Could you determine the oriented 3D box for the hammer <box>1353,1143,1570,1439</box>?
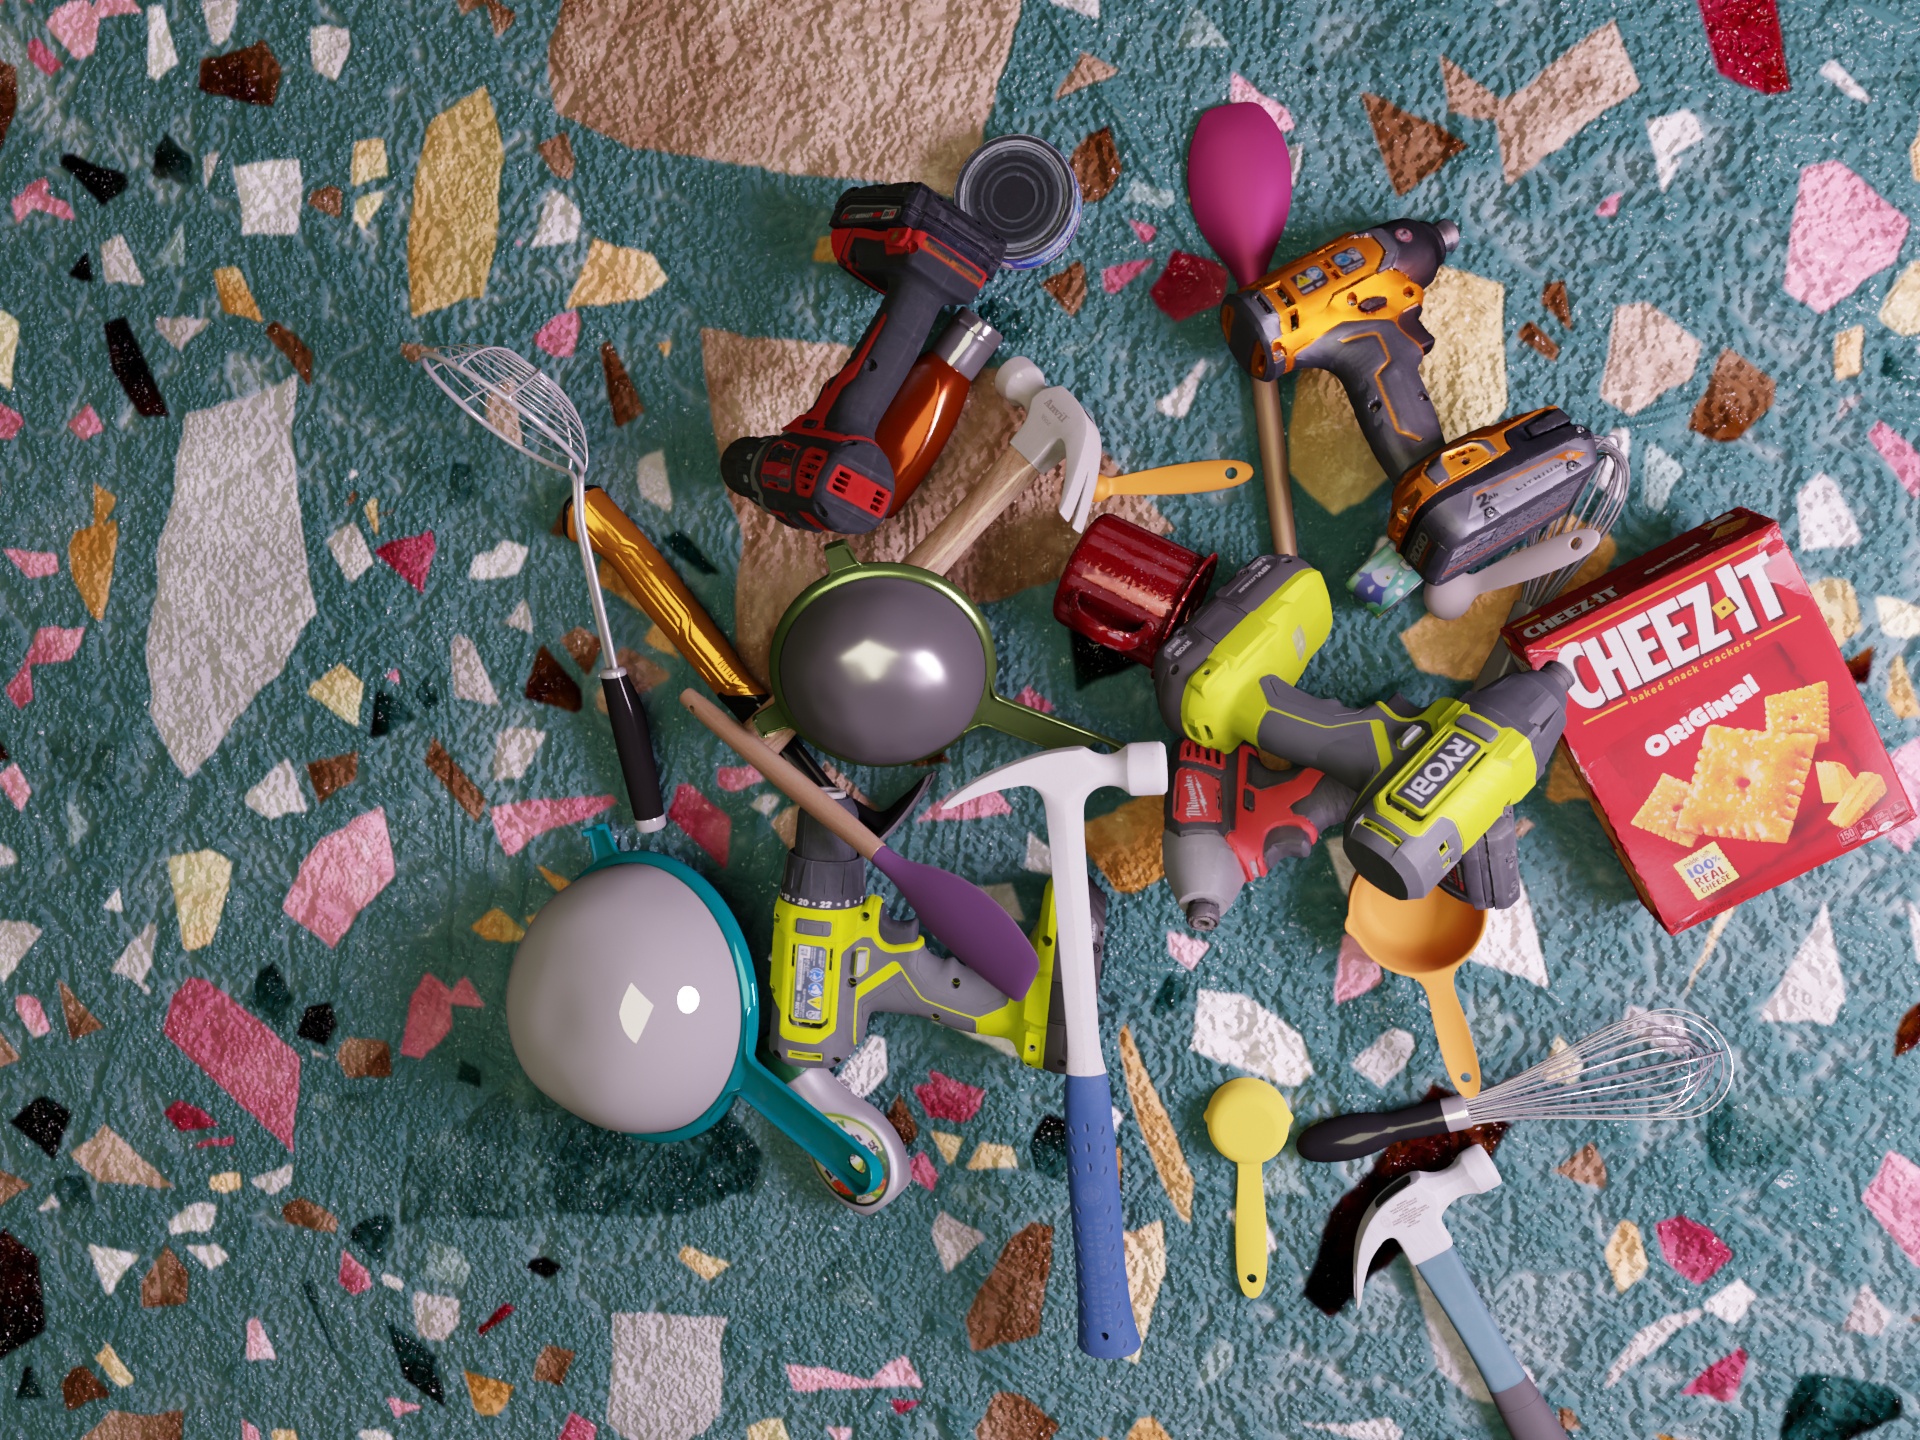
[{"bbox_3d":[0.378,0.459,1.076,0.128,0.033,0.331,-30,88,11],"label":"hammer"}]

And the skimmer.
[{"bbox_3d":[-0.284,-0.084,1.111,0.090,0.127,0.363,-19,107,-28],"label":"skimmer"}]

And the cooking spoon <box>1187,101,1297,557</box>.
[{"bbox_3d":[0.200,-0.253,1.064,0.069,0.017,0.319,-7,92,11],"label":"cooking spoon"}]

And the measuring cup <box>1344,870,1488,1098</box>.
[{"bbox_3d":[0.313,0.162,1.057,0.095,0.052,0.173,-16,93,12],"label":"measuring cup"}]

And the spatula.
[{"bbox_3d":[-0.072,0.070,1.040,0.316,0.018,0.059,37,129,21],"label":"spatula"}]

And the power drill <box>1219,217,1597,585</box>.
[{"bbox_3d":[0.290,-0.214,0.994,0.164,0.084,0.227,-29,70,-7],"label":"power drill"}]

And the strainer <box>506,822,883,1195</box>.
[{"bbox_3d":[-0.201,0.227,1.081,0.341,0.095,0.211,30,107,31],"label":"strainer"}]

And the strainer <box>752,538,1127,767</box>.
[{"bbox_3d":[-0.002,-0.003,1.035,0.256,0.069,0.151,21,116,-12],"label":"strainer"}]

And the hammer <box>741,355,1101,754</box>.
[{"bbox_3d":[-0.034,-0.092,1.076,0.331,0.031,0.130,-46,52,9],"label":"hammer"}]

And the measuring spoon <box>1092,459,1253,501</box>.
[{"bbox_3d":[0.141,-0.164,1.086,0.117,0.011,0.021,-5,93,11],"label":"measuring spoon"}]

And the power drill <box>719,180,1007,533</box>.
[{"bbox_3d":[-0.079,-0.236,1.065,0.080,0.188,0.227,24,90,-35],"label":"power drill"}]

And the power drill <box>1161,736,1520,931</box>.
[{"bbox_3d":[0.236,0.066,1.012,0.220,0.078,0.143,-5,48,20],"label":"power drill"}]

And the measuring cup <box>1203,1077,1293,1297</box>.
[{"bbox_3d":[0.200,0.328,1.102,0.062,0.029,0.156,-1,92,11],"label":"measuring cup"}]

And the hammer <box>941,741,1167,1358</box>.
[{"bbox_3d":[0.075,0.218,1.033,0.144,0.035,0.405,-4,98,9],"label":"hammer"}]

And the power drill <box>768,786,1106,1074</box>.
[{"bbox_3d":[-0.017,0.149,1.092,0.228,0.080,0.190,6,99,5],"label":"power drill"}]

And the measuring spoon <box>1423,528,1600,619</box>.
[{"bbox_3d":[0.347,-0.097,1.014,0.124,0.018,0.034,-24,69,45],"label":"measuring spoon"}]

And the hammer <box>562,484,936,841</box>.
[{"bbox_3d":[-0.165,-0.040,1.144,0.127,0.034,0.337,-41,86,12],"label":"hammer"}]

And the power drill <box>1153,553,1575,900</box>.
[{"bbox_3d":[0.244,-0.009,0.974,0.171,0.080,0.223,-43,49,-13],"label":"power drill"}]

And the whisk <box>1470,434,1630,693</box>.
[{"bbox_3d":[0.370,-0.072,1.031,0.055,0.055,0.239,22,102,9],"label":"whisk"}]

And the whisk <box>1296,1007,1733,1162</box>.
[{"bbox_3d":[0.361,0.254,1.054,0.284,0.070,0.070,-19,91,17],"label":"whisk"}]
